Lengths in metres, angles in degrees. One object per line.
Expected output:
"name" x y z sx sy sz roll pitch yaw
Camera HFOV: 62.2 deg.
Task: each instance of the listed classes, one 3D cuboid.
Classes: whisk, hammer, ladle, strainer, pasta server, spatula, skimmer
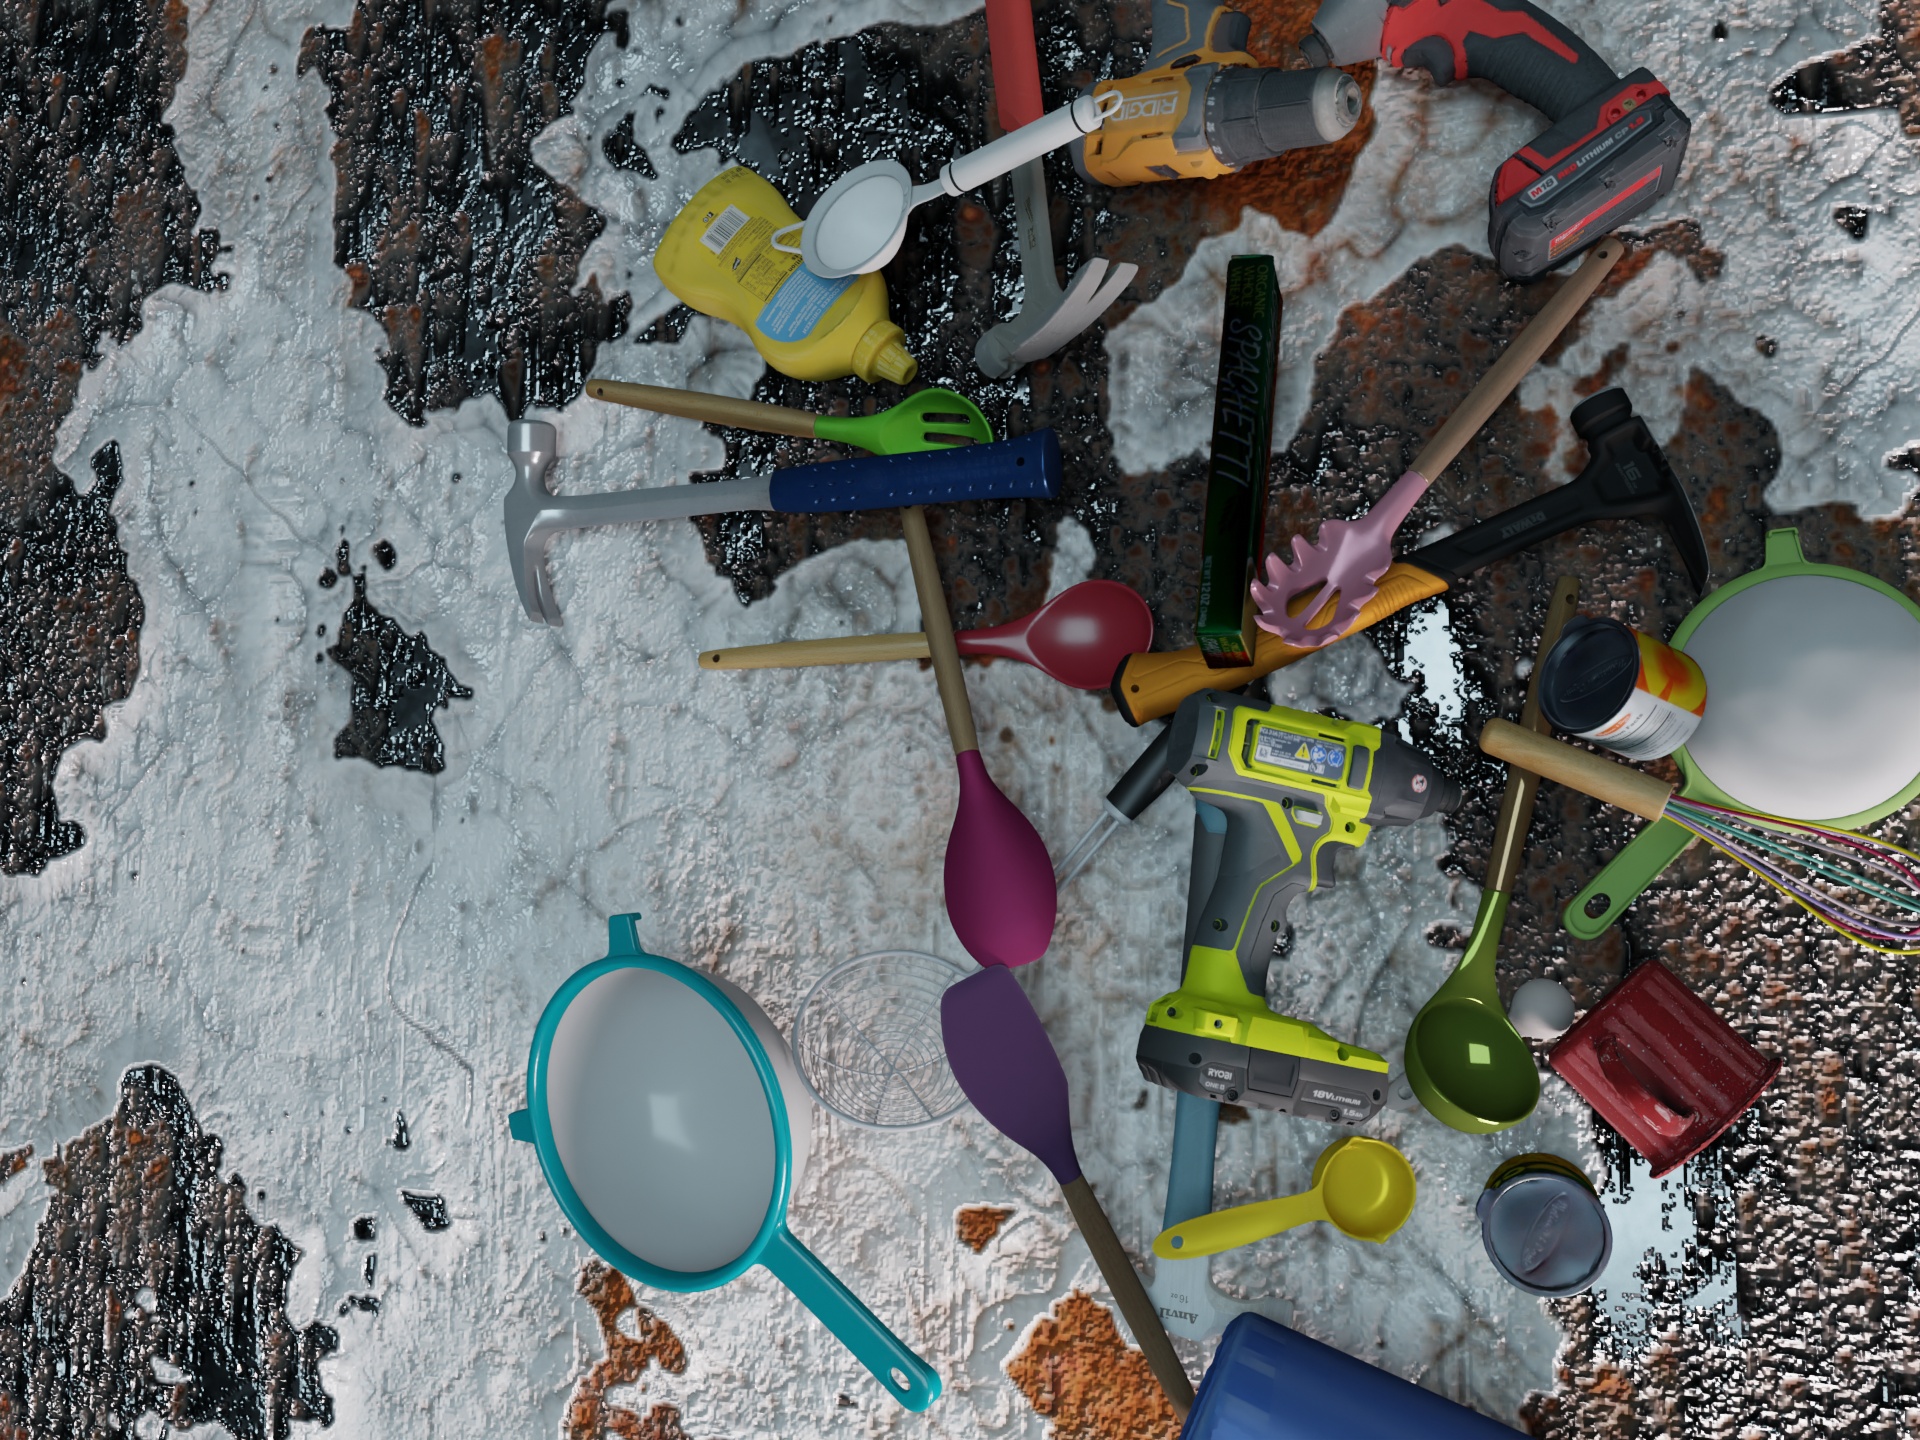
"whisk" 0.390 0.056 0.833 0.245 0.051 0.047 25 115 25
"hammer" 0.040 -0.407 0.996 0.036 0.149 0.359 0 77 -27
"hammer" -0.130 -0.143 1.041 0.405 0.035 0.144 -2 86 23
"ladle" 0.313 0.071 0.890 0.078 0.062 0.320 16 84 -10
"strainer" 0.423 0.024 0.860 0.151 0.069 0.256 44 97 15
"ladle" -0.027 -0.047 1.028 0.315 0.031 0.069 -3 81 19
"strainer" -0.122 0.280 0.986 0.340 0.095 0.211 39 113 21
"hammer" 0.147 0.199 0.953 0.128 0.033 0.331 5 87 16
"hammer" 0.248 -0.069 0.918 0.337 0.034 0.127 -23 70 10
"strainer" -0.008 -0.323 0.963 0.258 0.050 0.087 -12 62 39
"pasta server" 0.276 -0.160 0.901 0.060 0.040 0.316 39 83 21
"spatula" 0.074 0.291 0.929 0.060 0.018 0.316 -28 90 1
"skimmer" 0.045 0.096 0.960 0.363 0.090 0.127 -50 59 7

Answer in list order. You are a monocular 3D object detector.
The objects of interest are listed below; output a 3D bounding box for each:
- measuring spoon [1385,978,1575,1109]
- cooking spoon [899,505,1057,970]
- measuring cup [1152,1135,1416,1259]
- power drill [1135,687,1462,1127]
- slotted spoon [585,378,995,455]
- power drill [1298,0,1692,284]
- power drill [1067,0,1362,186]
"measuring spoon" 0.296 0.190 0.914 0.124 0.018 0.034 -36 77 13
"cooking spoon" -0.002 -0.003 0.981 0.069 0.017 0.319 -17 70 11
"measuring cup" 0.183 0.280 0.912 0.156 0.029 0.062 -14 87 -5
"power drill" 0.191 0.107 0.899 0.171 0.080 0.223 13 81 -10
"slotted spoon" -0.117 -0.203 1.066 0.314 0.031 0.070 13 114 20
"power drill" 0.305 -0.372 0.925 0.143 0.078 0.220 -34 74 12
"power drill" 0.164 -0.435 0.945 0.185 0.084 0.226 11 91 41
